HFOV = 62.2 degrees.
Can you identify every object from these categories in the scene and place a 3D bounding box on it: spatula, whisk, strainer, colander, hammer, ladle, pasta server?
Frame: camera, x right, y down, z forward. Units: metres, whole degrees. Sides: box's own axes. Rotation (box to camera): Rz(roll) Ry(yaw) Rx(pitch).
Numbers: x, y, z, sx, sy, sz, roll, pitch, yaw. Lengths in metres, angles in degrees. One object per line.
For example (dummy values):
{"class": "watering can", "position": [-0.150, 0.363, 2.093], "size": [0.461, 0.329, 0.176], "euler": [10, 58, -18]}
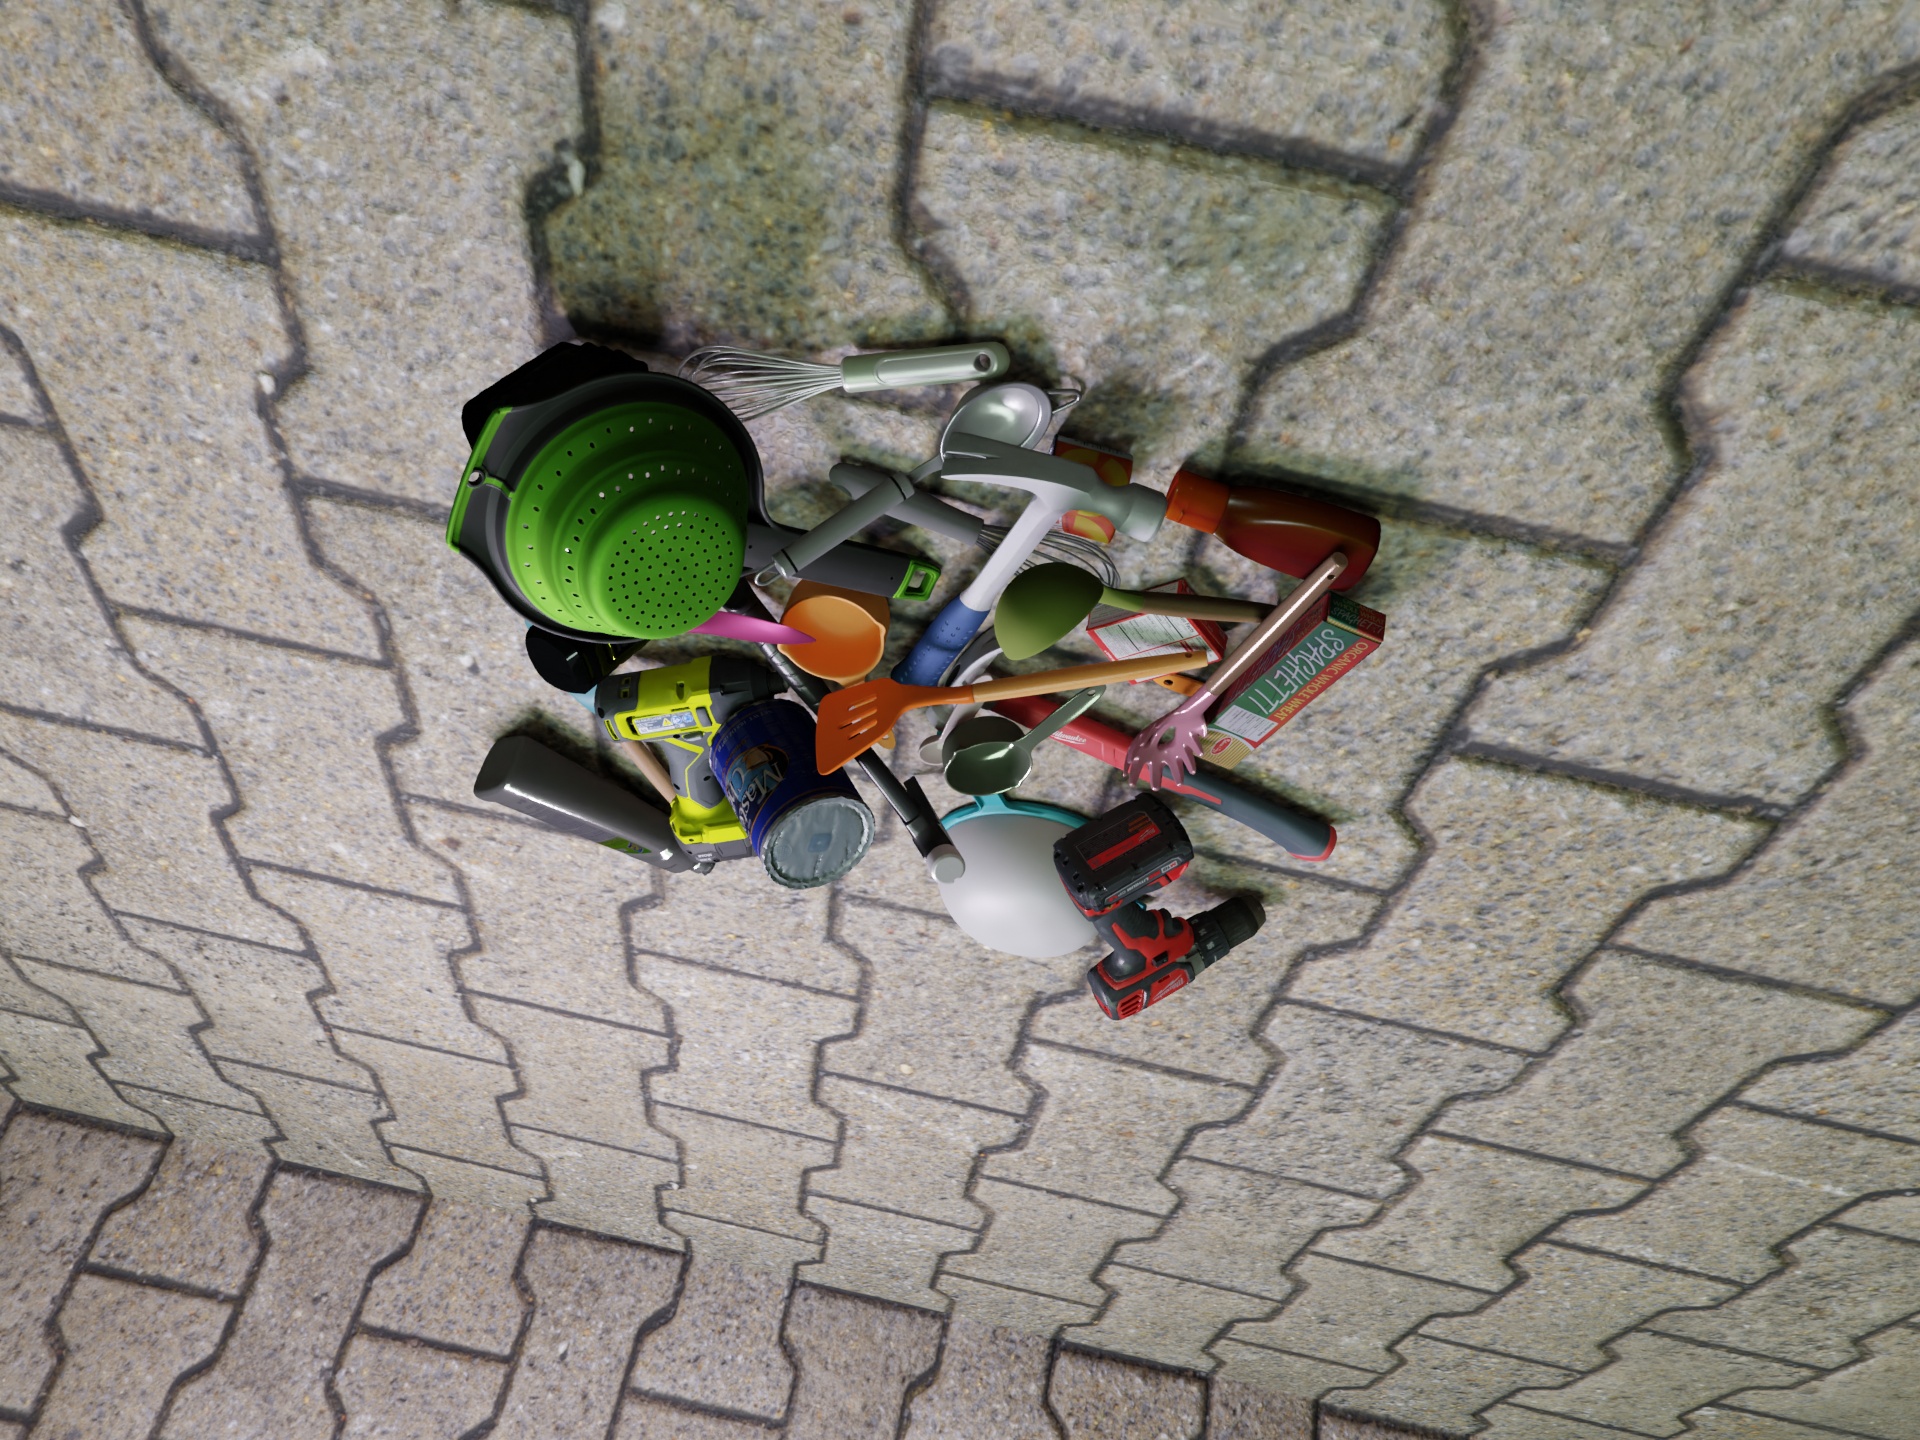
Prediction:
{"class": "spatula", "position": [-0.318, 0.006, 1.531], "size": [0.082, 0.044, 0.317], "euler": [-1, 147, 17]}
{"class": "whisk", "position": [0.012, -0.142, 1.200], "size": [0.239, 0.055, 0.055], "euler": [22, 144, -5]}
{"class": "whisk", "position": [-0.086, -0.239, 1.100], "size": [0.246, 0.059, 0.057], "euler": [-2, 109, 14]}
{"class": "strainer", "position": [0.041, 0.137, 1.529], "size": [0.211, 0.095, 0.340], "euler": [-4, 142, 23]}
{"class": "colander", "position": [-0.151, -0.113, 1.124], "size": [0.396, 0.095, 0.204], "euler": [8, 117, -41]}
{"class": "hammer", "position": [0.171, 0.030, 1.390], "size": [0.386, 0.038, 0.143], "euler": [24, 142, -14]}
{"class": "strainer", "position": [-0.035, -0.168, 1.094], "size": [0.258, 0.050, 0.086], "euler": [-35, 150, -6]}
{"class": "ladle", "position": [0.142, -0.071, 1.115], "size": [0.078, 0.062, 0.320], "euler": [-23, 164, 41]}
{"class": "spatula", "position": [0.036, -0.020, 1.268], "size": [0.322, 0.081, 0.041], "euler": [-8, 142, 7]}
{"class": "hammer", "position": [0.009, -0.096, 1.185], "size": [0.144, 0.035, 0.405], "euler": [19, 158, -10]}
{"class": "hammer", "position": [-0.109, -0.002, 1.395], "size": [0.035, 0.146, 0.334], "euler": [-36, 119, 1]}
{"class": "pasta server", "position": [0.209, -0.032, 1.227], "size": [0.060, 0.040, 0.316], "euler": [10, 149, -18]}

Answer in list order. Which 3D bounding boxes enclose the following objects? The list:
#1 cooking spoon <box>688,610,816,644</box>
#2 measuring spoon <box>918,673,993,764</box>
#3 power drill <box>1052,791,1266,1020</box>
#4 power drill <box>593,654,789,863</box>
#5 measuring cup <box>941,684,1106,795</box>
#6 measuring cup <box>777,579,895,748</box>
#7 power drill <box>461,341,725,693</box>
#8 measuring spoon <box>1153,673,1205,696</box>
{"class": "cooking spoon", "position": [-0.248, -0.082, 1.319], "size": [0.319, 0.017, 0.068], "euler": [8, 170, 36]}
{"class": "measuring spoon", "position": [-0.002, -0.004, 1.356], "size": [0.034, 0.018, 0.124], "euler": [12, 137, -22]}
{"class": "power drill", "position": [0.193, 0.174, 1.509], "size": [0.188, 0.080, 0.226], "euler": [-28, 133, -6]}
{"class": "power drill", "position": [-0.222, 0.032, 1.480], "size": [0.171, 0.080, 0.223], "euler": [-9, 138, 6]}
{"class": "measuring cup", "position": [0.054, 0.004, 1.335], "size": [0.167, 0.038, 0.083], "euler": [-36, 136, 26]}
{"class": "measuring cup", "position": [-0.087, -0.052, 1.328], "size": [0.095, 0.052, 0.173], "euler": [-10, 130, 19]}
{"class": "power drill", "position": [-0.259, -0.157, 1.174], "size": [0.080, 0.190, 0.228], "euler": [20, 139, 31]}
{"class": "measuring spoon", "position": [0.214, -0.017, 1.333], "size": [0.117, 0.011, 0.021], "euler": [19, 144, -8]}
